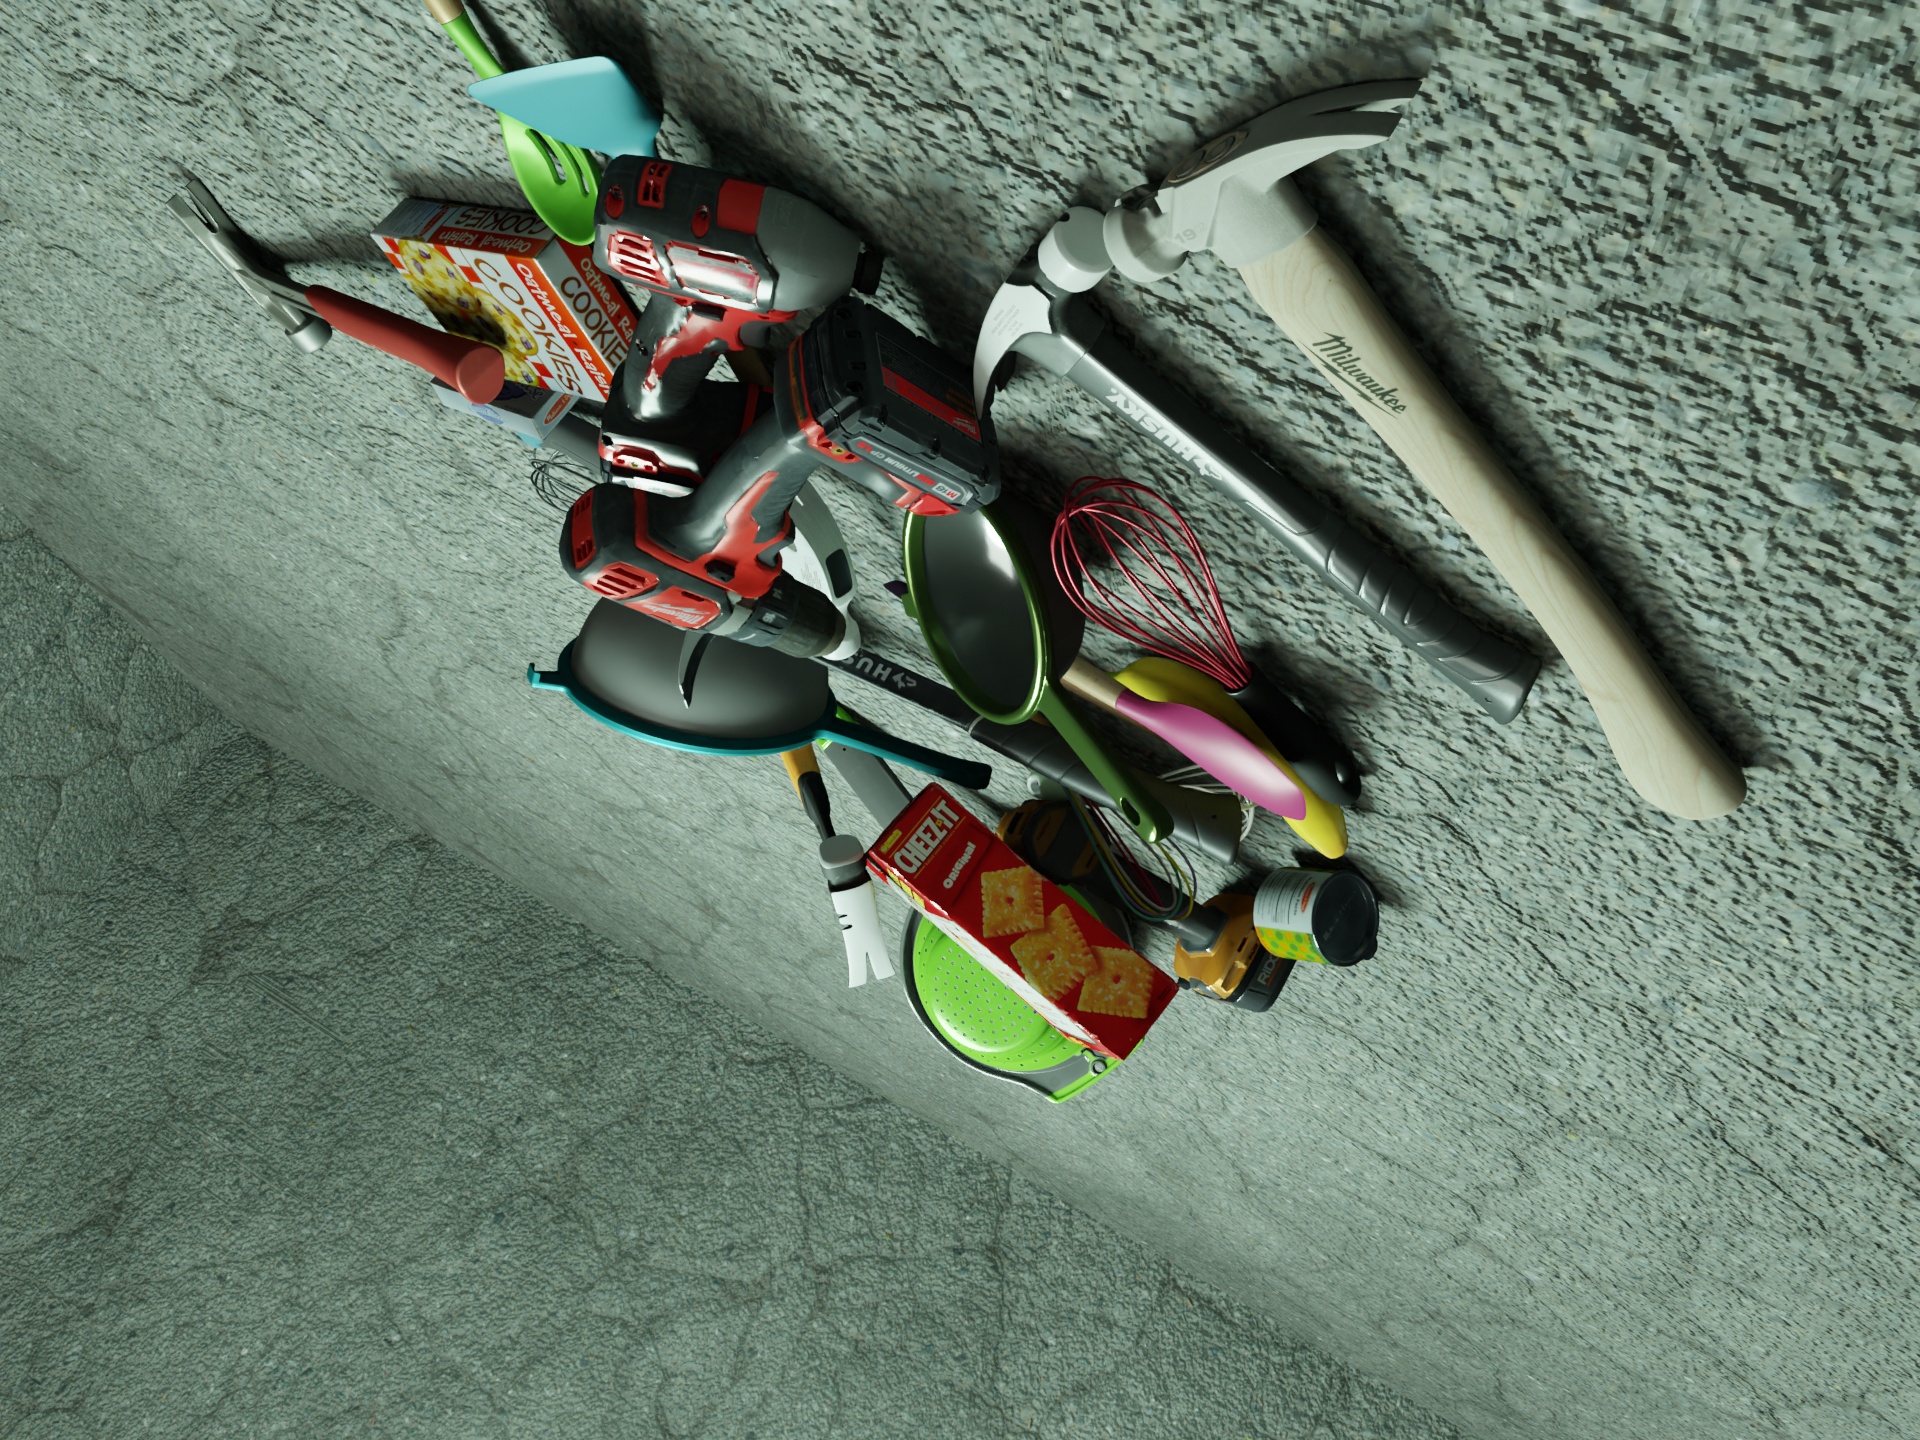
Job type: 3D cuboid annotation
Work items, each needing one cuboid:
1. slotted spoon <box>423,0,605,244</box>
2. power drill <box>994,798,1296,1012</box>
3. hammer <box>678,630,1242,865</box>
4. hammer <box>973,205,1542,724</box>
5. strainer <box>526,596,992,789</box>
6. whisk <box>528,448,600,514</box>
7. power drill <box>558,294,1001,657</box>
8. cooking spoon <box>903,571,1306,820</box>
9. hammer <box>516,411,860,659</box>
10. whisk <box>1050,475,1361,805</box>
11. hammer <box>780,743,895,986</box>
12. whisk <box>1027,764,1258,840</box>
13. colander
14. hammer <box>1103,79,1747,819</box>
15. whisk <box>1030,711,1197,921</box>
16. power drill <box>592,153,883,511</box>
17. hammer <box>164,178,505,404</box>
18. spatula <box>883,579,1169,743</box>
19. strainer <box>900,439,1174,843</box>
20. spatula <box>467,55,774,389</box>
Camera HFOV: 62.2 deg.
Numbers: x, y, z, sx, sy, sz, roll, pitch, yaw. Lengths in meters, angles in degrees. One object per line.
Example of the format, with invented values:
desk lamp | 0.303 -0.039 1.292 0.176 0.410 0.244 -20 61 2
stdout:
slotted spoon | -0.266 -0.374 0.789 0.070 0.031 0.313 15 150 38
power drill | 0.128 0.132 1.212 0.226 0.084 0.185 30 171 -7
hammer | -0.002 -0.003 1.057 0.409 0.149 0.036 25 154 15
hammer | 0.150 -0.105 0.776 0.334 0.035 0.146 36 158 -9
strainer | -0.129 -0.042 1.170 0.340 0.211 0.095 19 114 12
whisk | -0.218 -0.149 1.182 0.239 0.055 0.055 24 157 10
power drill | -0.082 -0.112 0.870 0.226 0.080 0.187 -30 145 32
cooking spoon | 0.080 -0.025 0.985 0.319 0.017 0.068 34 161 30
hammer | -0.197 -0.157 1.084 0.331 0.033 0.128 29 143 31
whisk | 0.147 -0.035 0.900 0.295 0.073 0.073 41 158 -33
hammer | -0.114 0.050 1.212 0.337 0.034 0.127 -117 14 -52
whisk | 0.124 0.052 1.139 0.246 0.059 0.058 4 108 57
colander | -0.015 0.145 1.308 0.397 0.204 0.094 52 -162 8
hammer | 0.238 -0.090 0.684 0.410 0.038 0.146 43 155 -24
whisk | 0.075 0.042 1.099 0.245 0.051 0.047 51 166 6
power drill | -0.126 -0.201 0.861 0.143 0.079 0.219 10 150 -8
hammer | -0.431 -0.290 1.115 0.359 0.037 0.148 27 160 40
spatula | 0.089 -0.019 1.048 0.316 0.018 0.060 28 -164 7
strainer | 0.059 -0.040 0.907 0.257 0.069 0.151 54 151 26
spatula | -0.152 -0.242 0.886 0.082 0.044 0.317 -3 147 19
